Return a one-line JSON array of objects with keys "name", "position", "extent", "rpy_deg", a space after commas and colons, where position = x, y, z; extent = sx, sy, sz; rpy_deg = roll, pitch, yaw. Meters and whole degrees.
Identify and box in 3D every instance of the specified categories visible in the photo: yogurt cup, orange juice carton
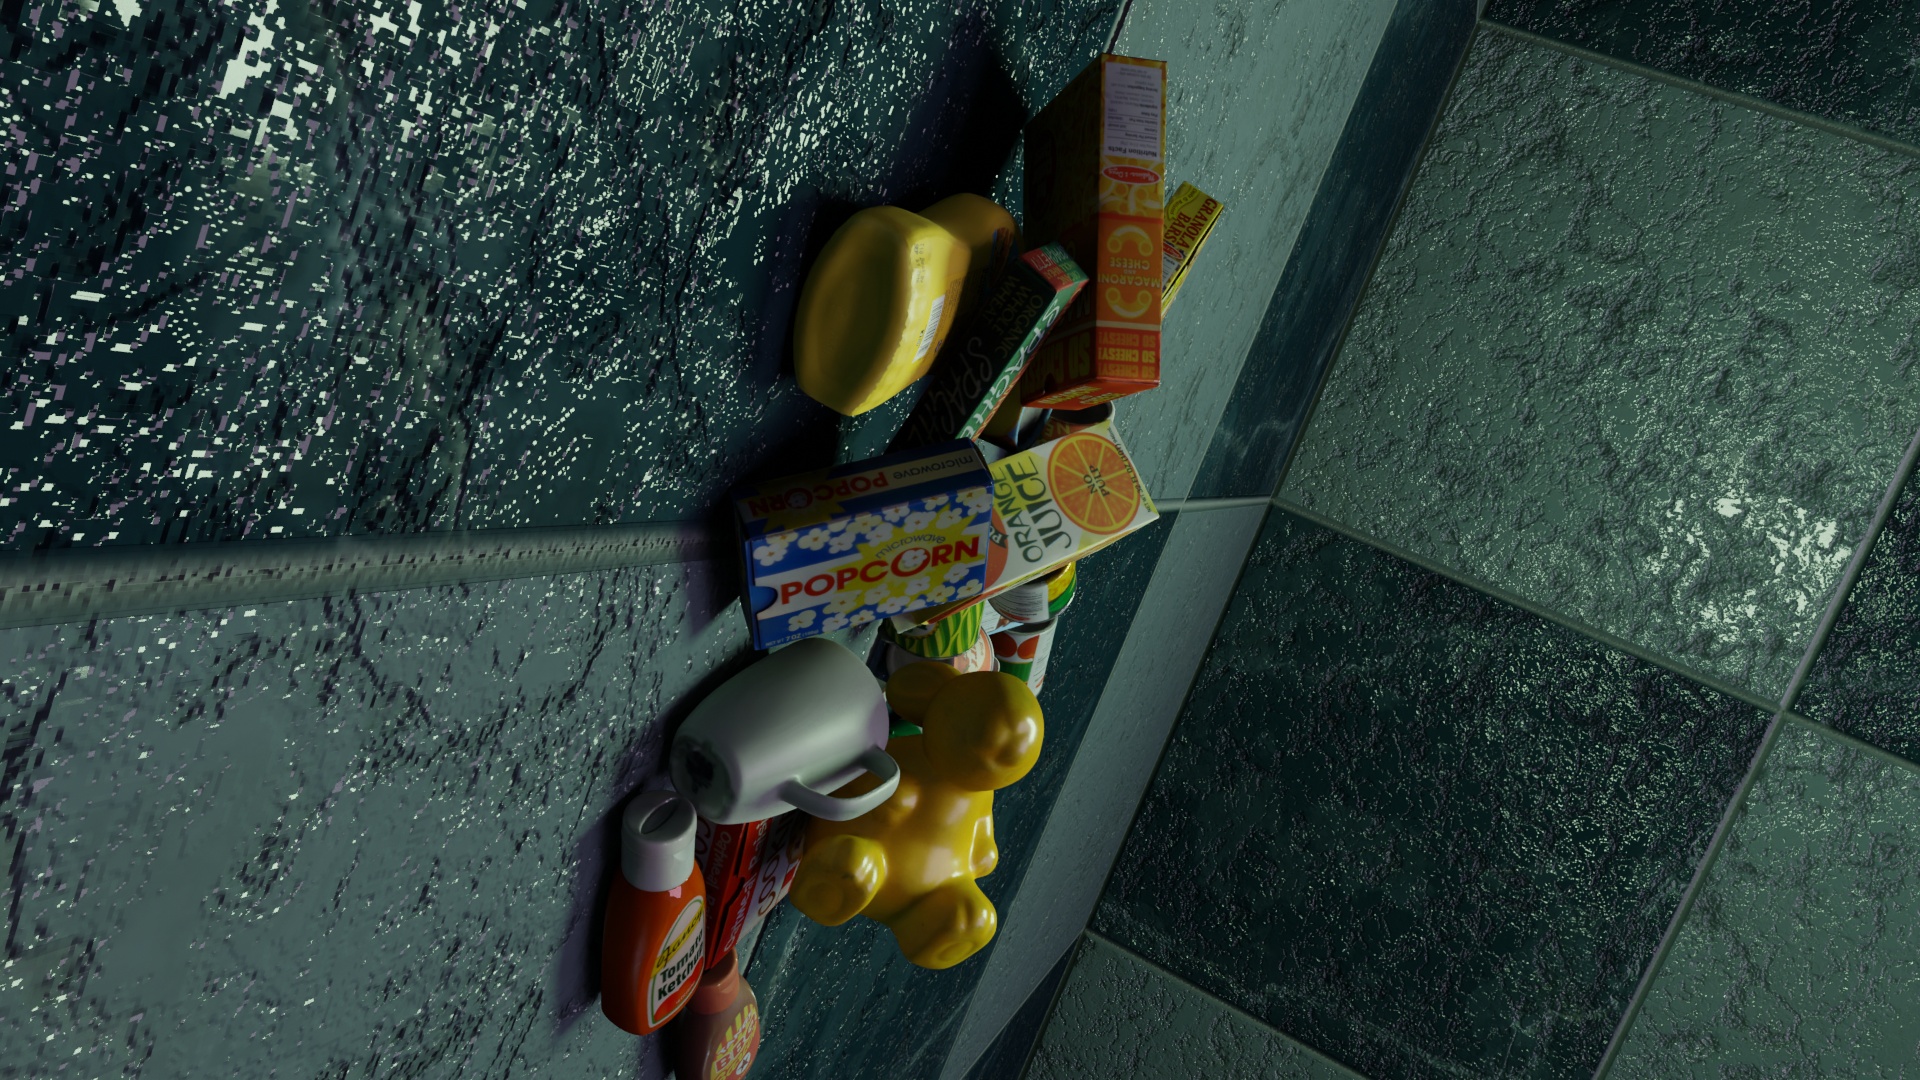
[{"name": "yogurt cup", "position": [-0.017, 0.084, 0.985], "extent": [0.054, 0.072, 0.072], "rpy_deg": [8, 106, -64]}, {"name": "orange juice carton", "position": [0.022, -0.006, 0.859], "extent": [0.193, 0.072, 0.072], "rpy_deg": [-22, 173, -34]}]

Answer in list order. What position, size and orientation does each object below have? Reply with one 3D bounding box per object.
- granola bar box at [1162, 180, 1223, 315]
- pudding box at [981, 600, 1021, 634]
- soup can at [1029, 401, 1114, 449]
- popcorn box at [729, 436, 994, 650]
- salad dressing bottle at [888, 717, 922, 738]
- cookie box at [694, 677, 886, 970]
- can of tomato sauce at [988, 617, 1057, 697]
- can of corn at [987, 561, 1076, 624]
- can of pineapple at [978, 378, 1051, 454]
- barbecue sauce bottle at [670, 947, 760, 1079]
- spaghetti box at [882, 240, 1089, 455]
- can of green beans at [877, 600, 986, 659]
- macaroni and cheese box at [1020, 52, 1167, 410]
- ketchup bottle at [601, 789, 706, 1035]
[{"name": "granola bar box", "position": [0.133, -0.175, 1.060], "extent": [0.125, 0.039, 0.164], "rpy_deg": [-55, 175, -31]}, {"name": "pudding box", "position": [0.021, 0.045, 1.048], "extent": [0.084, 0.030, 0.049], "rpy_deg": [-14, 134, -39]}, {"name": "soup can", "position": [0.074, -0.069, 1.048], "extent": [0.072, 0.071, 0.083], "rpy_deg": [-46, 152, -49]}, {"name": "popcorn box", "position": [-0.049, 0.002, 0.697], "extent": [0.127, 0.038, 0.084], "rpy_deg": [-14, 141, -16]}, {"name": "salad dressing bottle", "position": [-0.023, 0.146, 1.064], "extent": [0.148, 0.064, 0.044], "rpy_deg": [-16, 116, -58]}, {"name": "cookie box", "position": [-0.110, 0.164, 0.851], "extent": [0.168, 0.040, 0.122], "rpy_deg": [-36, 147, -59]}, {"name": "can of tomato sauce", "position": [0.041, 0.086, 1.162], "extent": [0.071, 0.071, 0.082], "rpy_deg": [-47, 155, -46]}, {"name": "can of corn", "position": [0.047, 0.014, 0.959], "extent": [0.071, 0.071, 0.058], "rpy_deg": [-59, 162, -21]}, {"name": "can of pineapple", "position": [0.023, -0.092, 0.872], "extent": [0.071, 0.058, 0.070], "rpy_deg": [-56, 161, -30]}, {"name": "barbecue sauce bottle", "position": [-0.159, 0.303, 0.889], "extent": [0.065, 0.044, 0.147], "rpy_deg": [-50, 157, -39]}, {"name": "spaghetti box", "position": [-0.017, -0.048, 0.732], "extent": [0.249, 0.029, 0.050], "rpy_deg": [-53, 171, 30]}, {"name": "can of green beans", "position": [-0.015, 0.035, 0.916], "extent": [0.071, 0.071, 0.057], "rpy_deg": [-46, 154, -48]}, {"name": "macaroni and cheese box", "position": [0.068, -0.160, 0.754], "extent": [0.123, 0.040, 0.166], "rpy_deg": [175, -83, -74]}, {"name": "ketchup bottle", "position": [-0.161, 0.194, 0.732], "extent": [0.065, 0.043, 0.148], "rpy_deg": [-46, 154, -48]}]
